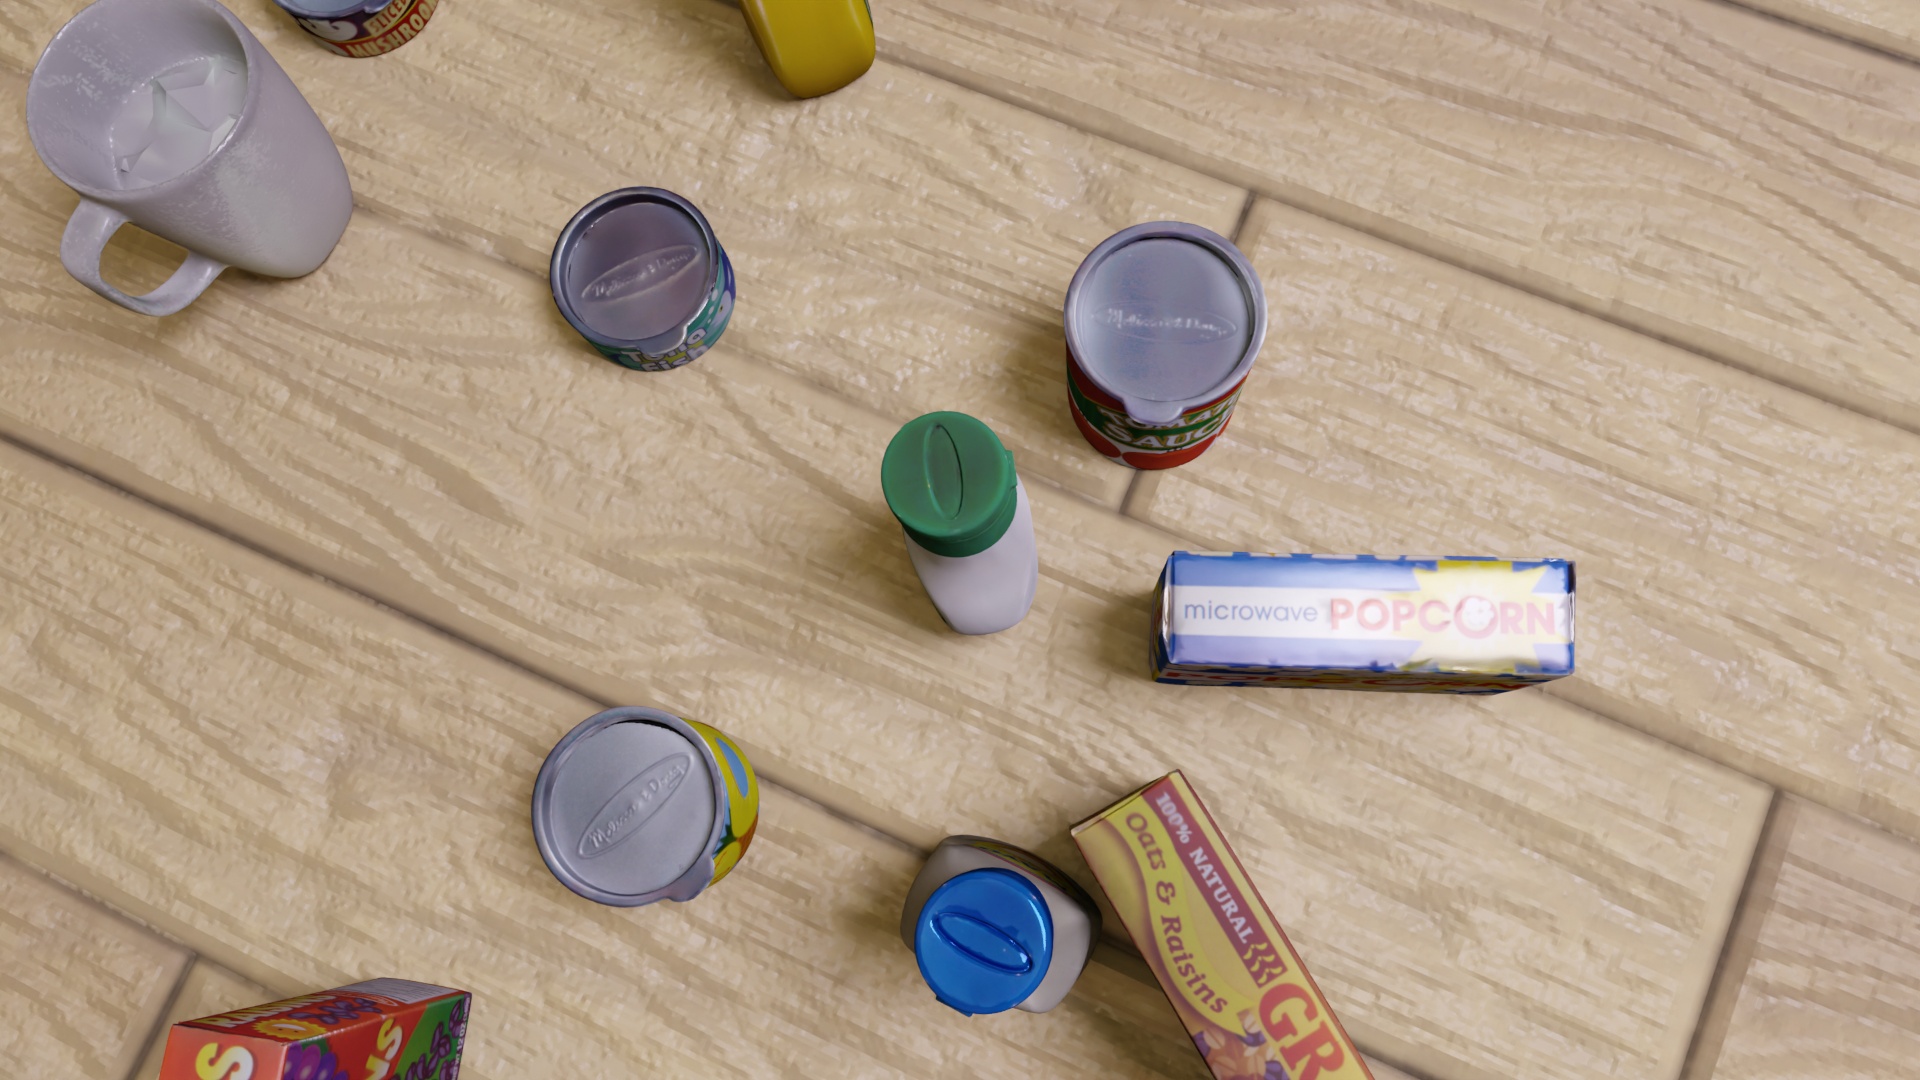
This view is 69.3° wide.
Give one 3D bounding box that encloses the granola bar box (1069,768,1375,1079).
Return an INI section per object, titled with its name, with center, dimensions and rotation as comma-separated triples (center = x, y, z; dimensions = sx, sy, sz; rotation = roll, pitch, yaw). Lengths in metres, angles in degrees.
[granola bar box]
center = 0.092, 0.152, 0.427
dimensions = 0.039, 0.124, 0.166
rotation = -31, 78, -2

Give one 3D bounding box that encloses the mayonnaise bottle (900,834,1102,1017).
[mayonnaise bottle]
center = 0.012, 0.117, 0.428
dimensions = 0.065, 0.148, 0.041
rotation = 25, 82, 9

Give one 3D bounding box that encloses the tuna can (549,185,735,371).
[tuna can]
center = -0.122, -0.099, 0.543
dimensions = 0.071, 0.032, 0.071
rotation = -1, 78, 4

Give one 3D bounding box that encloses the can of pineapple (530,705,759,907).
[can of pineapple]
center = -0.108, 0.095, 0.488
dimensions = 0.071, 0.057, 0.071
rotation = -1, 78, 4

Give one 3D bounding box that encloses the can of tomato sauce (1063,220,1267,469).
[can of tomato sauce]
center = 0.071, -0.064, 0.495
dimensions = 0.071, 0.083, 0.071
rotation = -1, 78, 4

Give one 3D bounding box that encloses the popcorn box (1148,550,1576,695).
[popcorn box]
center = 0.129, 0.029, 0.470
dimensions = 0.127, 0.085, 0.038
rotation = 1, 79, 5

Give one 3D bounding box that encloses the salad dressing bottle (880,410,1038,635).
[salad dressing bottle]
center = 0.002, -0.006, 0.455
dimensions = 0.044, 0.147, 0.064
rotation = -9, 78, 3

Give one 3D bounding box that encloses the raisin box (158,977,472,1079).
[raisin box]
center = -0.207, 0.191, 0.443
dimensions = 0.040, 0.123, 0.086
rotation = 7, 79, 6

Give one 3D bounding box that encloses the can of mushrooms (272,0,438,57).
[can of mushrooms]
center = -0.254, -0.238, 0.582
dimensions = 0.071, 0.033, 0.071
rotation = -1, 78, 4

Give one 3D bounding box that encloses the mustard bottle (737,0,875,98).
[mustard bottle]
center = -0.066, -0.223, 0.500
dimensions = 0.049, 0.160, 0.065
rotation = -23, 78, 0
